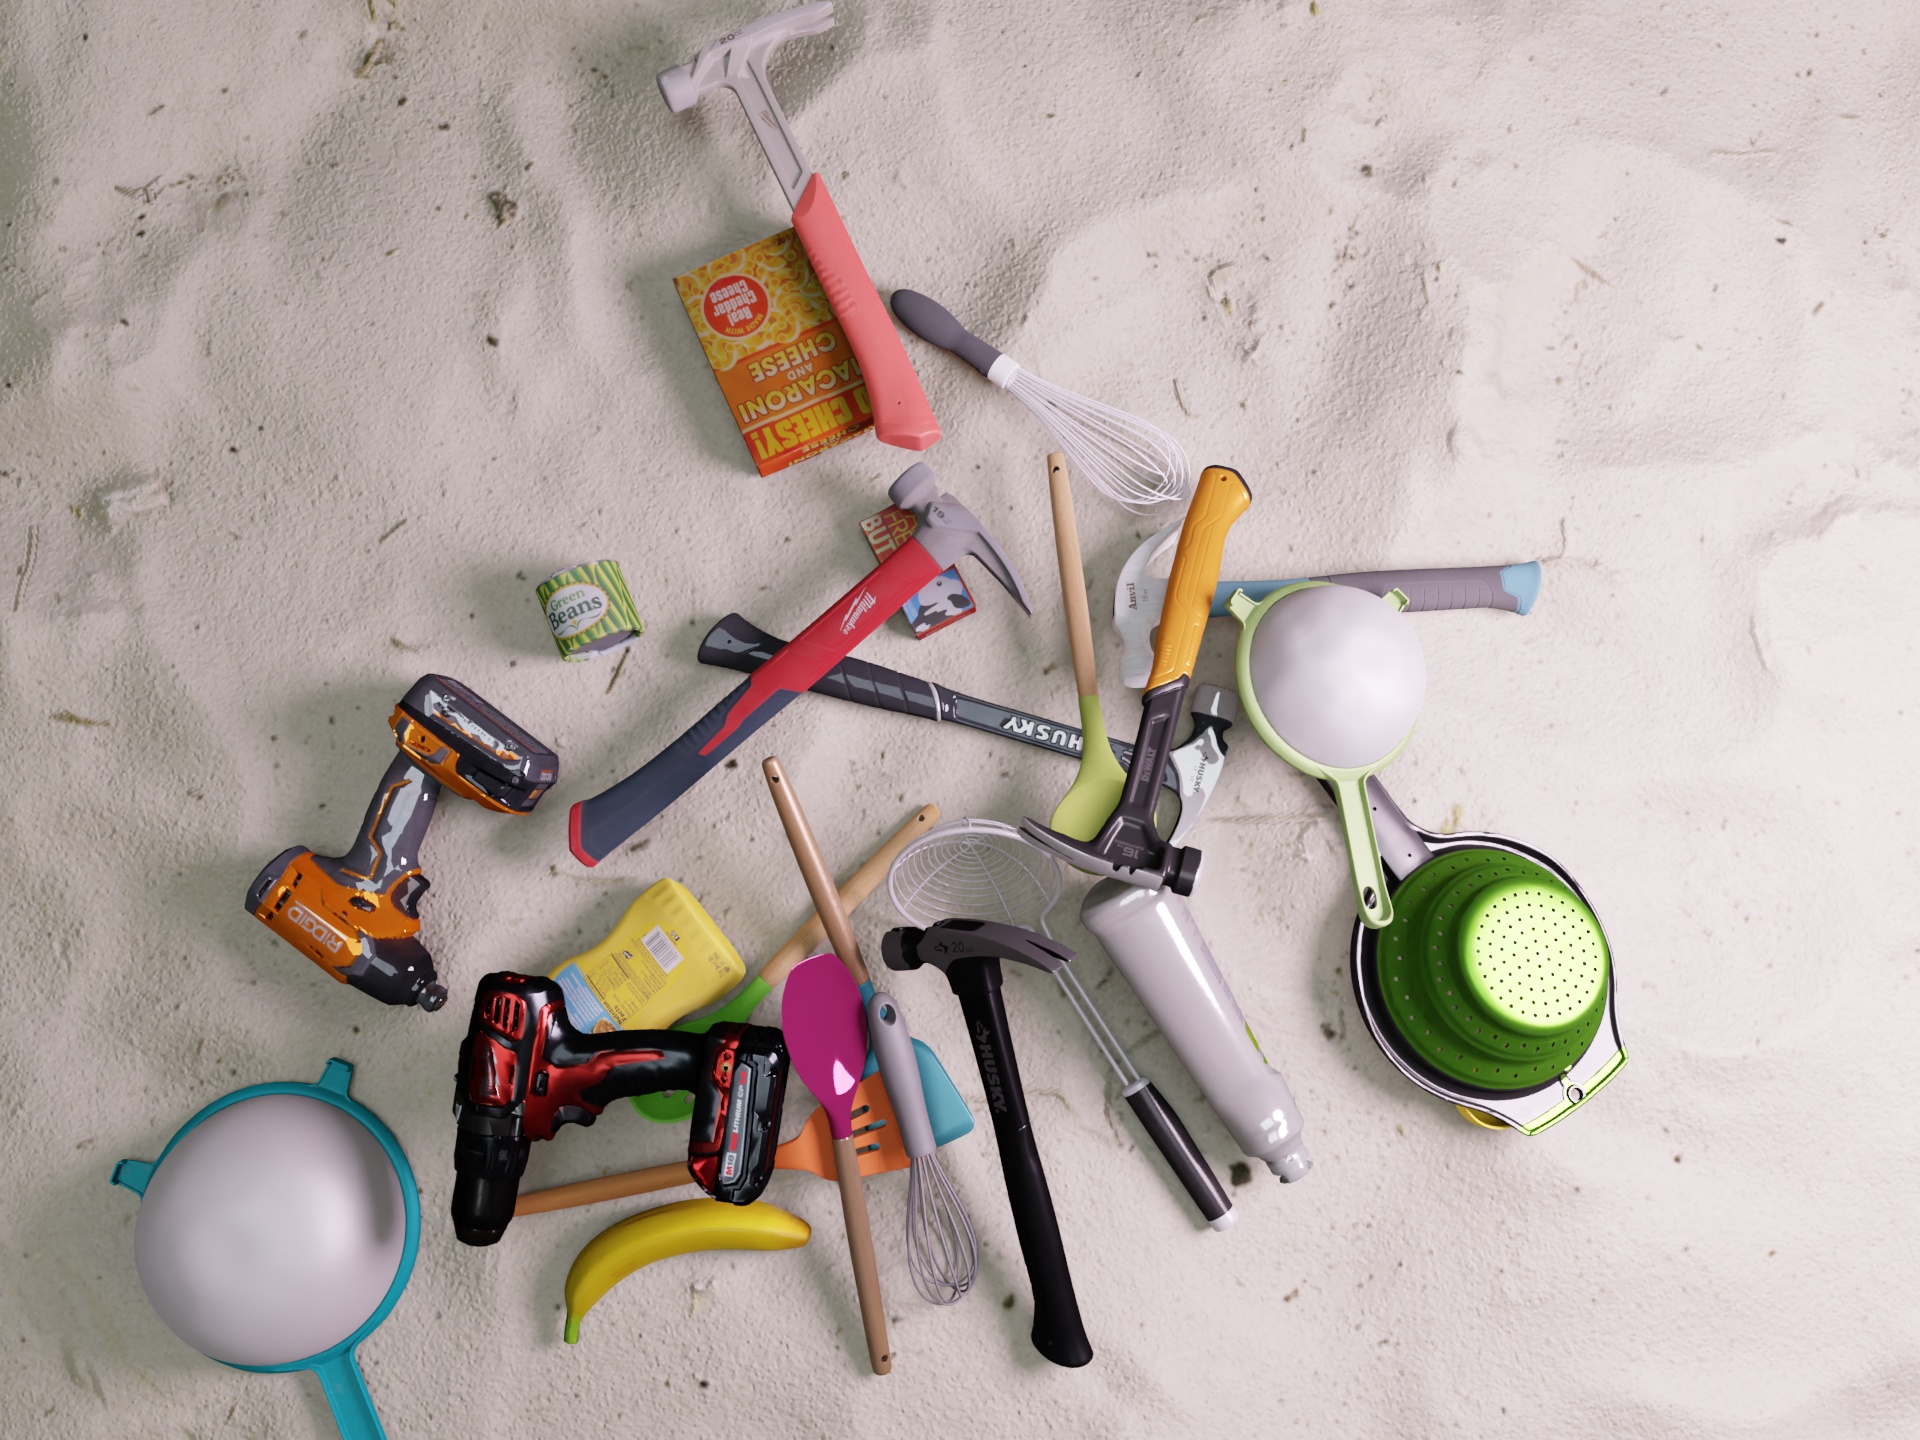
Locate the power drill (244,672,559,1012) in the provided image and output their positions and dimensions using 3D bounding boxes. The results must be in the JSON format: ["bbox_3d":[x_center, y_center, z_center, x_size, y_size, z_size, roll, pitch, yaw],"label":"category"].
[{"bbox_3d":[-0.402,0.097,1.185,0.164,0.084,0.226,37,89,4],"label":"power drill"}]

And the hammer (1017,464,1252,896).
[{"bbox_3d":[0.145,-0.044,1.141,0.127,0.034,0.337,17,66,4],"label":"hammer"}]

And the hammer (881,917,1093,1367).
[{"bbox_3d":[0.045,0.302,1.132,0.146,0.035,0.334,-9,98,36],"label":"hammer"}]

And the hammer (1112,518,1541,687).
[{"bbox_3d":[0.279,-0.094,1.209,0.331,0.033,0.128,-3,67,-3],"label":"hammer"}]

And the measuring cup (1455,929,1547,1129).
[{"bbox_3d":[0.409,0.229,1.189,0.062,0.029,0.156,22,72,1],"label":"measuring cup"}]

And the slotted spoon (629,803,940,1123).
[{"bbox_3d":[-0.127,0.179,1.196,0.314,0.031,0.070,-46,67,-6],"label":"slotted spoon"}]

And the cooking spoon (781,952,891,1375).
[{"bbox_3d":[-0.082,0.323,1.143,0.068,0.017,0.319,-15,100,-37],"label":"cooking spoon"}]

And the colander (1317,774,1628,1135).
[{"bbox_3d":[0.346,0.107,1.152,0.204,0.094,0.397,-32,80,-14],"label":"colander"}]

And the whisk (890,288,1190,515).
[{"bbox_3d":[0.059,-0.252,1.232,0.285,0.070,0.070,36,85,9],"label":"whisk"}]

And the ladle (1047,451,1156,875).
[{"bbox_3d":[0.089,-0.045,1.169,0.078,0.062,0.320,-9,82,12],"label":"ladle"}]

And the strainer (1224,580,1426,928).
[{"bbox_3d":[0.280,0.014,1.109,0.151,0.069,0.256,-1,74,-20],"label":"strainer"}]

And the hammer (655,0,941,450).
[{"bbox_3d":[-0.095,-0.373,1.217,0.149,0.036,0.359,-25,82,-4],"label":"hammer"}]

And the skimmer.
[{"bbox_3d":[0.083,0.227,1.156,0.127,0.090,0.363,-35,86,29],"label":"skimmer"}]

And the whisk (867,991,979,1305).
[{"bbox_3d":[-0.032,0.311,1.150,0.055,0.055,0.239,-14,95,-1],"label":"whisk"}]

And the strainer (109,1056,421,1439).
[{"bbox_3d":[-0.480,0.429,1.137,0.211,0.095,0.340,-26,82,-2],"label":"strainer"}]

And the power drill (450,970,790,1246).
[{"bbox_3d":[-0.243,0.282,1.107,0.226,0.080,0.188,8,87,2],"label":"power drill"}]

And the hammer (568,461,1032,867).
[{"bbox_3d":[-0.127,-0.015,1.183,0.386,0.038,0.143,-41,87,-2],"label":"hammer"}]

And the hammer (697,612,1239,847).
[{"bbox_3d":[-0.002,-0.004,1.213,0.409,0.036,0.149,16,85,3],"label":"hammer"}]

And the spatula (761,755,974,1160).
[{"bbox_3d":[-0.081,0.172,1.159,0.082,0.044,0.317,-20,106,3],"label":"spatula"}]

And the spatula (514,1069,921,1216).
[{"bbox_3d":[-0.190,0.327,1.172,0.322,0.041,0.081,-13,100,7],"label":"spatula"}]
